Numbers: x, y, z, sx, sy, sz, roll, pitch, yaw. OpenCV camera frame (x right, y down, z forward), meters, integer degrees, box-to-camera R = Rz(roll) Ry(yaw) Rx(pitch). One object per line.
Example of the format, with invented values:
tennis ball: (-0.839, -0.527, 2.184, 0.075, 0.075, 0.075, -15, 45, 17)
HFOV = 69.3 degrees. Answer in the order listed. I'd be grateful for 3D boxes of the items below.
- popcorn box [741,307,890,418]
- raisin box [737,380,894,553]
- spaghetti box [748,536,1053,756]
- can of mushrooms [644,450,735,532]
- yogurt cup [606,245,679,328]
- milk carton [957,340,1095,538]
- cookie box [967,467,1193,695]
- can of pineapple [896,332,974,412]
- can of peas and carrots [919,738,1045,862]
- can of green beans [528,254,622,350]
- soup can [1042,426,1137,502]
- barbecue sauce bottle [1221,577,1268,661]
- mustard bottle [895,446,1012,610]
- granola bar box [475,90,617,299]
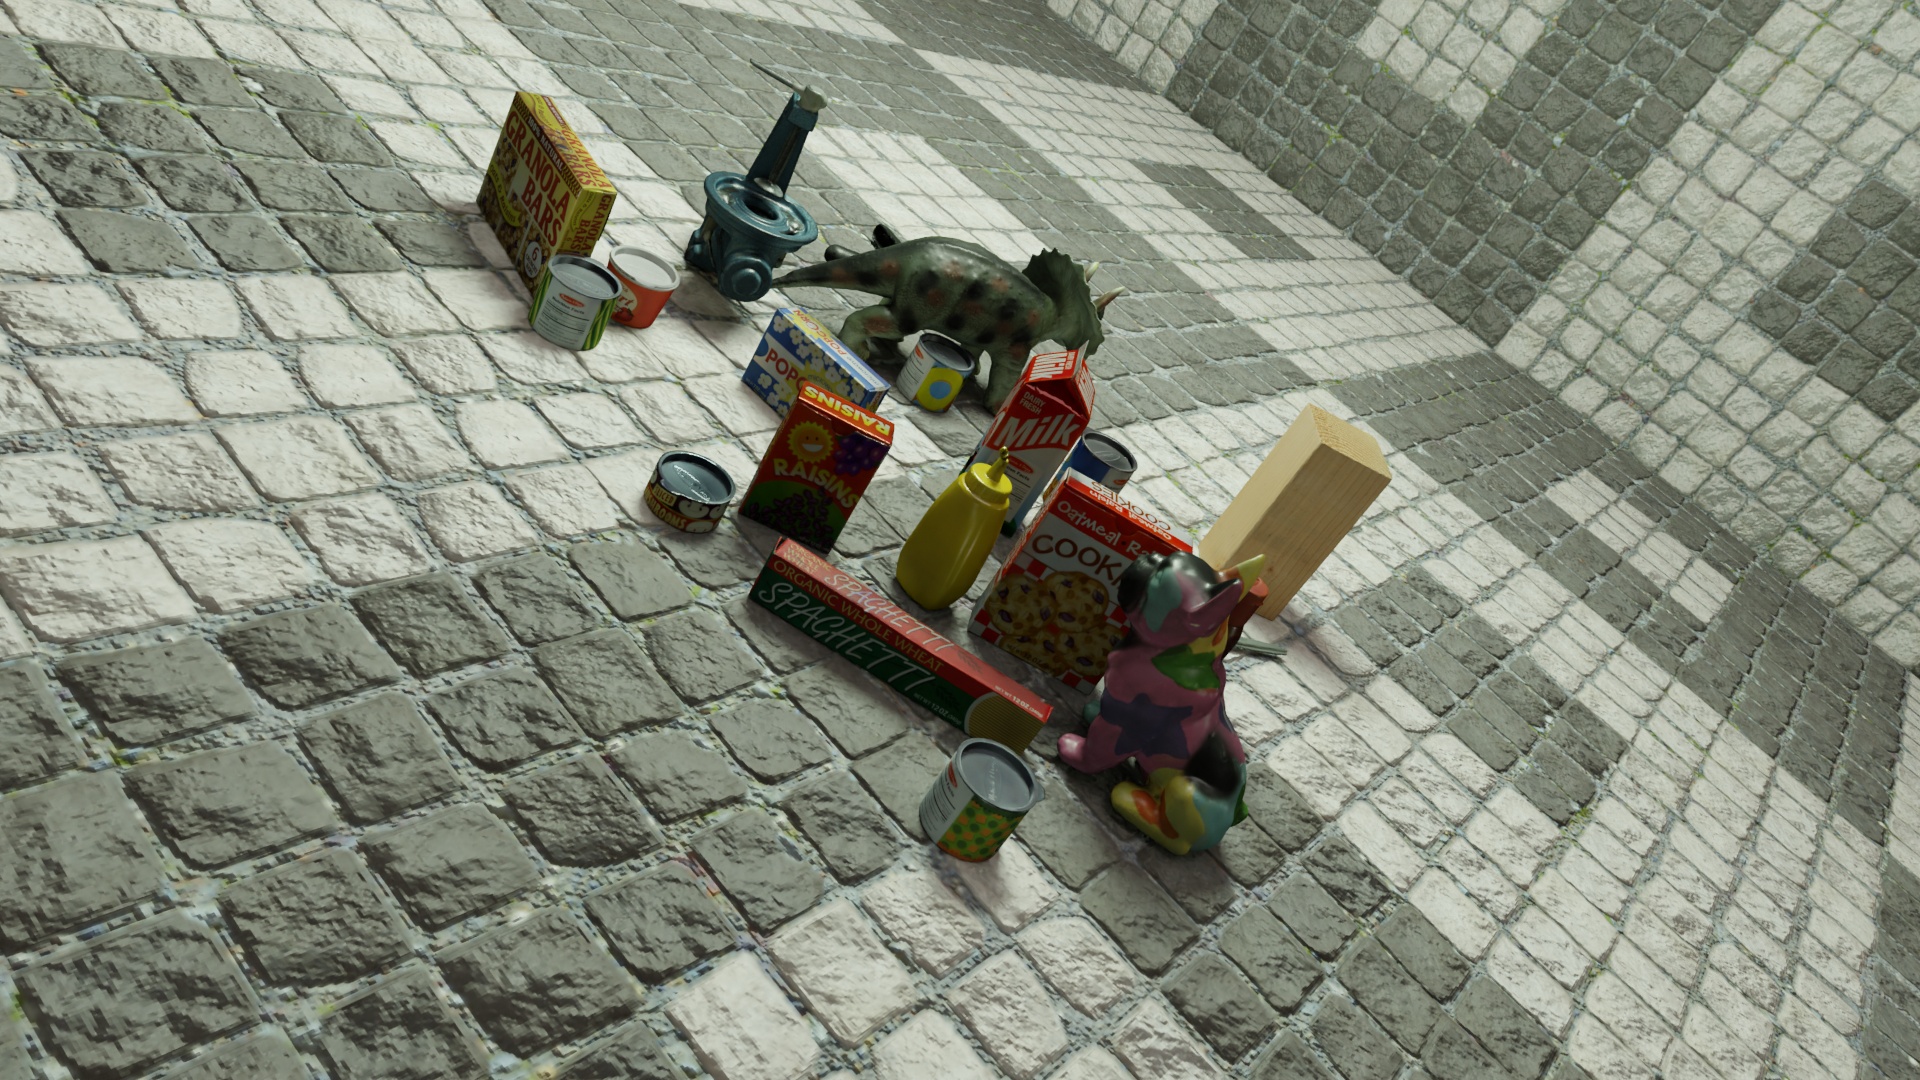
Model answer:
popcorn box: (-0.136, -0.148, 1.300, 0.127, 0.084, 0.038, 43, 31, 17)
raisin box: (-0.119, -0.059, 1.146, 0.086, 0.122, 0.040, 26, 30, -12)
spaghetti box: (-0.047, 0.085, 1.075, 0.250, 0.050, 0.029, 32, 29, -1)
can of mushrooms: (-0.218, -0.039, 1.112, 0.071, 0.033, 0.071, 24, 31, -15)
yogurt cup: (-0.304, -0.236, 1.302, 0.072, 0.053, 0.073, 24, 31, -15)
milk carton: (0.069, -0.104, 1.324, 0.073, 0.189, 0.073, 30, 29, -6)
cookie box: (0.100, 0.037, 1.168, 0.123, 0.166, 0.040, 29, 29, -7)
can of pineapple: (-0.026, -0.178, 1.478, 0.071, 0.057, 0.071, 24, 31, -15)
can of peas and carrots: (0.015, 0.184, 0.978, 0.071, 0.058, 0.071, 24, 31, -15)
can of green beans: (-0.340, -0.210, 1.225, 0.071, 0.057, 0.071, 24, 31, -15)
soup can: (0.131, -0.063, 1.431, 0.071, 0.083, 0.072, 24, 30, -15)
barbecue sauce bottle: (0.213, 0.089, 1.218, 0.065, 0.147, 0.044, -5, 46, -47)
mustard bottle: (0.004, -0.015, 1.160, 0.065, 0.159, 0.049, 47, 32, 23)
granola bar box: (-0.381, -0.314, 1.273, 0.039, 0.123, 0.166, 0, 43, -44)
